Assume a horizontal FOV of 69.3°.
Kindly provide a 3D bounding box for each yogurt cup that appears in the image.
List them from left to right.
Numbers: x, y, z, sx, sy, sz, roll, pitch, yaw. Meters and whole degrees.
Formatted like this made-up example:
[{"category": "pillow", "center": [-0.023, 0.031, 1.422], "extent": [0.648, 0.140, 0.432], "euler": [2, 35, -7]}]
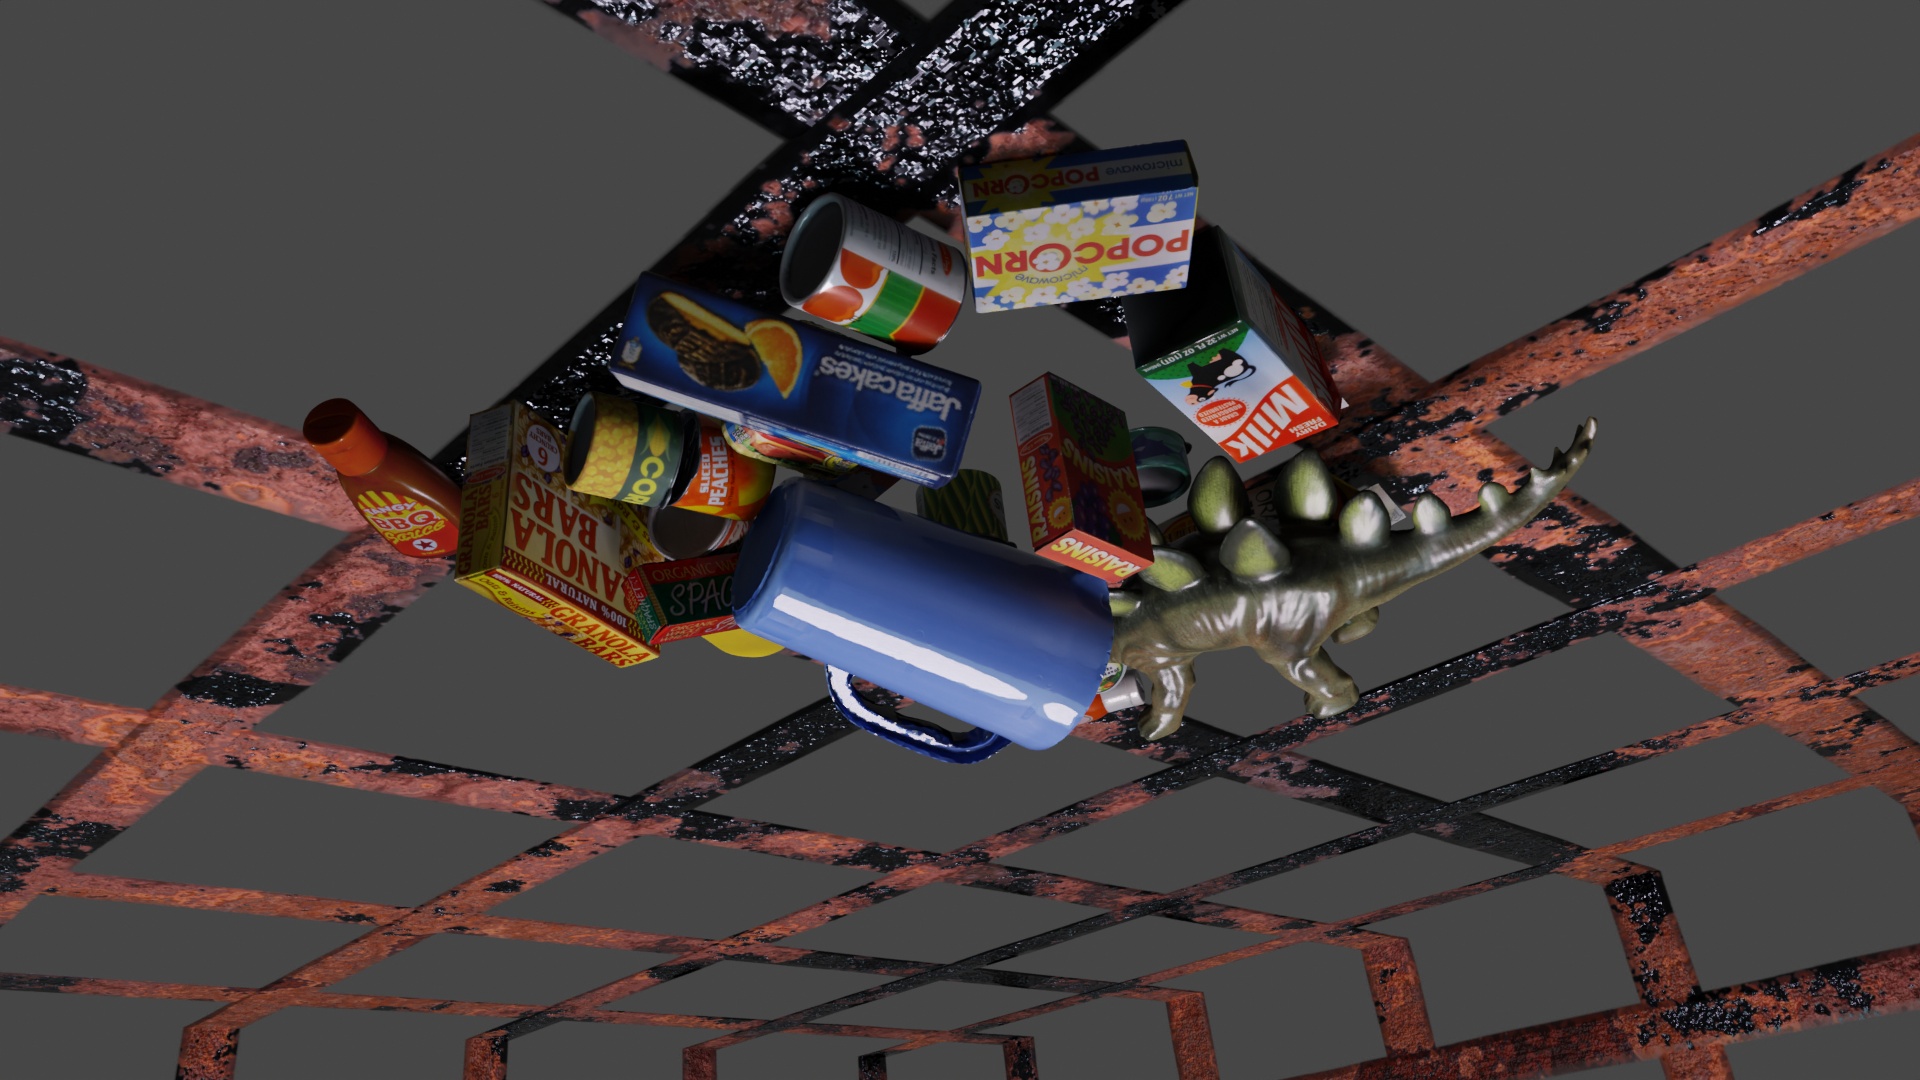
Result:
[{"category": "yogurt cup", "center": [-0.182, -0.011, 0.995], "extent": [0.072, 0.072, 0.054], "euler": [-15, 158, 14]}]

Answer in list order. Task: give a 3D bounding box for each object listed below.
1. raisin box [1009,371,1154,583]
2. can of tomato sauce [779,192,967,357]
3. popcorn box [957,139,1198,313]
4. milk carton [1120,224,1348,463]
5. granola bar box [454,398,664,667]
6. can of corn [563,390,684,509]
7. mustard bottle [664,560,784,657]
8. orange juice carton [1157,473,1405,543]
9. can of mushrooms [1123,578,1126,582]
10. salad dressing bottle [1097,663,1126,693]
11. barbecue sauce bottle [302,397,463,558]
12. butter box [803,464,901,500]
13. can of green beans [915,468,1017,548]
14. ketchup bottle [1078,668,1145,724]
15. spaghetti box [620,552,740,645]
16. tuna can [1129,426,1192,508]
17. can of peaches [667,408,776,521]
[{"category": "raisin box", "center": [0.080, -0.041, 0.932], "extent": [0.040, 0.124, 0.086], "euler": [-30, 144, 35]}, {"category": "can of tomato sauce", "center": [-0.050, -0.146, 0.772], "extent": [0.083, 0.071, 0.071], "euler": [18, 143, -36]}, {"category": "popcorn box", "center": [0.065, -0.174, 0.776], "extent": [0.127, 0.038, 0.085], "euler": [-7, 152, 0]}, {"category": "milk carton", "center": [0.179, -0.111, 0.880], "extent": [0.072, 0.074, 0.190], "euler": [-24, 148, 28]}, {"category": "granola bar box", "center": [-0.261, -0.001, 0.930], "extent": [0.039, 0.125, 0.165], "euler": [-16, 150, 19]}, {"category": "can of corn", "center": [-0.217, -0.057, 0.894], "extent": [0.058, 0.071, 0.071], "euler": [13, 146, -30]}, {"category": "mustard bottle", "center": [-0.195, 0.046, 1.110], "extent": [0.065, 0.049, 0.160], "euler": [-18, 149, 19]}, {"category": "orange juice carton", "center": [0.250, 0.002, 1.102], "extent": [0.192, 0.073, 0.071], "euler": [-22, 147, 25]}, {"category": "can of mushrooms", "center": [0.175, 0.048, 1.210], "extent": [0.071, 0.033, 0.070], "euler": [-6, 152, -3]}, {"category": "salad dressing bottle", "center": [0.116, 0.095, 1.270], "extent": [0.064, 0.044, 0.147], "euler": [-13, 151, 8]}, {"category": "barbecue sauce bottle", "center": [-0.377, -0.040, 0.918], "extent": [0.065, 0.044, 0.148], "euler": [-8, 151, 5]}, {"category": "butter box", "center": [-0.061, -0.060, 0.971], "extent": [0.053, 0.024, 0.103], "euler": [17, 144, -35]}, {"category": "can of green beans", "center": [0.001, -0.013, 1.035], "extent": [0.071, 0.058, 0.071], "euler": [-5, 151, -3]}, {"category": "ketchup bottle", "center": [0.110, 0.163, 1.396], "extent": [0.148, 0.044, 0.064], "euler": [-17, 150, 17]}, {"category": "spaghetti box", "center": [-0.128, 0.030, 1.002], "extent": [0.251, 0.050, 0.028], "euler": [-8, 154, -48]}, {"category": "tuna can", "center": [0.137, -0.052, 1.019], "extent": [0.071, 0.033, 0.070], "euler": [-5, 151, -3]}, {"category": "can of peaches", "center": [-0.161, -0.049, 0.922], "extent": [0.058, 0.071, 0.071], "euler": [14, 145, -34]}]
